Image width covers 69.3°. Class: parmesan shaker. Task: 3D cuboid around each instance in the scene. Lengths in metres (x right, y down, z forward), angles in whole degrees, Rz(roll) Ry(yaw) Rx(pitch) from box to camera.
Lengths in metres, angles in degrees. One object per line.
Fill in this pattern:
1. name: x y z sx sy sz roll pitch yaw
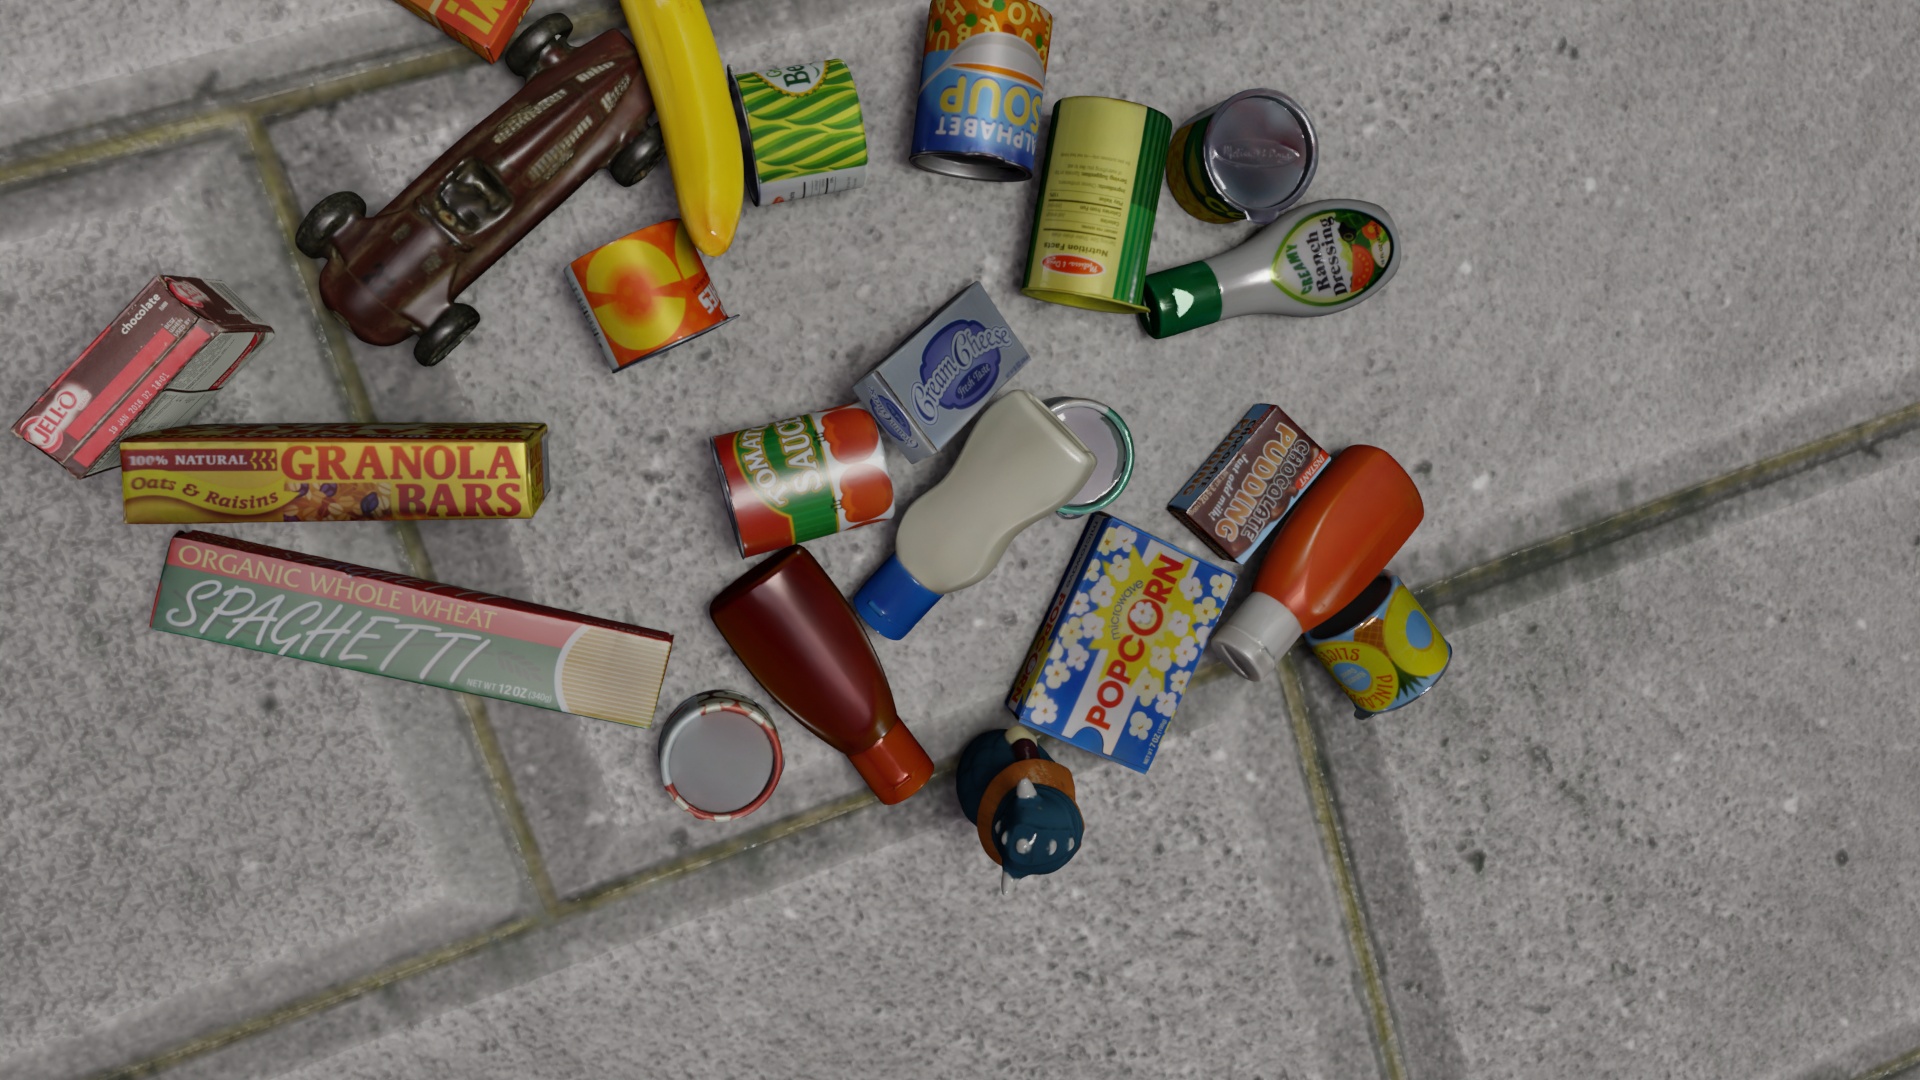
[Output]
1. parmesan shaker: 0.076 -0.179 0.748 0.071 0.071 0.103 9 94 -13

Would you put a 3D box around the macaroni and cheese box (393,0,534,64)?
1. macaroni and cheese box: -0.269 -0.332 0.669 0.166 0.040 0.123 31 89 -13

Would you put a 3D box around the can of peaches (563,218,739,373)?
1. can of peaches: -0.156 -0.125 0.703 0.071 0.071 0.058 -26 101 -8

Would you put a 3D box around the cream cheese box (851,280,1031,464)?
1. cream cheese box: -0.008 -0.090 0.734 0.053 0.024 0.104 53 49 -12

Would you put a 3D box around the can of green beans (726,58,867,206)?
1. can of green beans: -0.083 -0.209 0.710 0.058 0.071 0.071 -13 99 -11

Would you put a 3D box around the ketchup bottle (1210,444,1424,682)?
1. ketchup bottle: 0.203 0.016 0.795 0.149 0.043 0.064 -47 116 -16

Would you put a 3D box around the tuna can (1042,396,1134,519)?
1. tuna can: 0.062 -0.045 0.778 0.071 0.033 0.071 -1 96 -12

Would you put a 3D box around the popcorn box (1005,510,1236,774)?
1. popcorn box: 0.091 0.057 0.793 0.085 0.038 0.126 24 90 -15

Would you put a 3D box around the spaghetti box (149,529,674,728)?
1. spaghetti box: -0.277 0.047 0.715 0.250 0.029 0.050 14 93 -14

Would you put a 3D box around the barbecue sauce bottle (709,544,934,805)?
1. barbecue sauce bottle: -0.070 0.077 0.757 0.065 0.044 0.148 -35 103 -1

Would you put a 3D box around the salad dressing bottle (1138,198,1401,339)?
1. salad dressing bottle: 0.173 -0.150 0.785 0.148 0.044 0.064 -18 101 -10

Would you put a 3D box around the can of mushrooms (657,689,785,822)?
1. can of mushrooms: -0.128 0.117 0.754 0.071 0.033 0.071 -1 96 -12

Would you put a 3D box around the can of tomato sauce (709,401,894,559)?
1. can of tomato sauce: -0.083 -0.033 0.728 0.083 0.071 0.071 -15 100 -11

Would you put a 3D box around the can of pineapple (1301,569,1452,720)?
1. can of pineapple: 0.242 0.060 0.811 0.071 0.071 0.058 -41 102 -5

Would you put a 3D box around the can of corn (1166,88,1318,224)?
1. can of corn: 0.154 -0.208 0.767 0.071 0.058 0.071 -1 97 -12

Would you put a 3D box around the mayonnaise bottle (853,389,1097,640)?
1. mayonnaise bottle: 0.003 -0.009 0.745 0.065 0.041 0.147 46 105 12

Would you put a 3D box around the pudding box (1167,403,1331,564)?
1. pudding box: 0.167 -0.033 0.804 0.049 0.030 0.084 42 87 -14

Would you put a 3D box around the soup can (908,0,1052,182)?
1. soup can: 0.012 -0.236 0.725 0.071 0.071 0.083 7 95 -13

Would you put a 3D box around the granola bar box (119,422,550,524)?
1. granola bar box: -0.284 -0.035 0.655 0.166 0.124 0.039 -1 98 -13
